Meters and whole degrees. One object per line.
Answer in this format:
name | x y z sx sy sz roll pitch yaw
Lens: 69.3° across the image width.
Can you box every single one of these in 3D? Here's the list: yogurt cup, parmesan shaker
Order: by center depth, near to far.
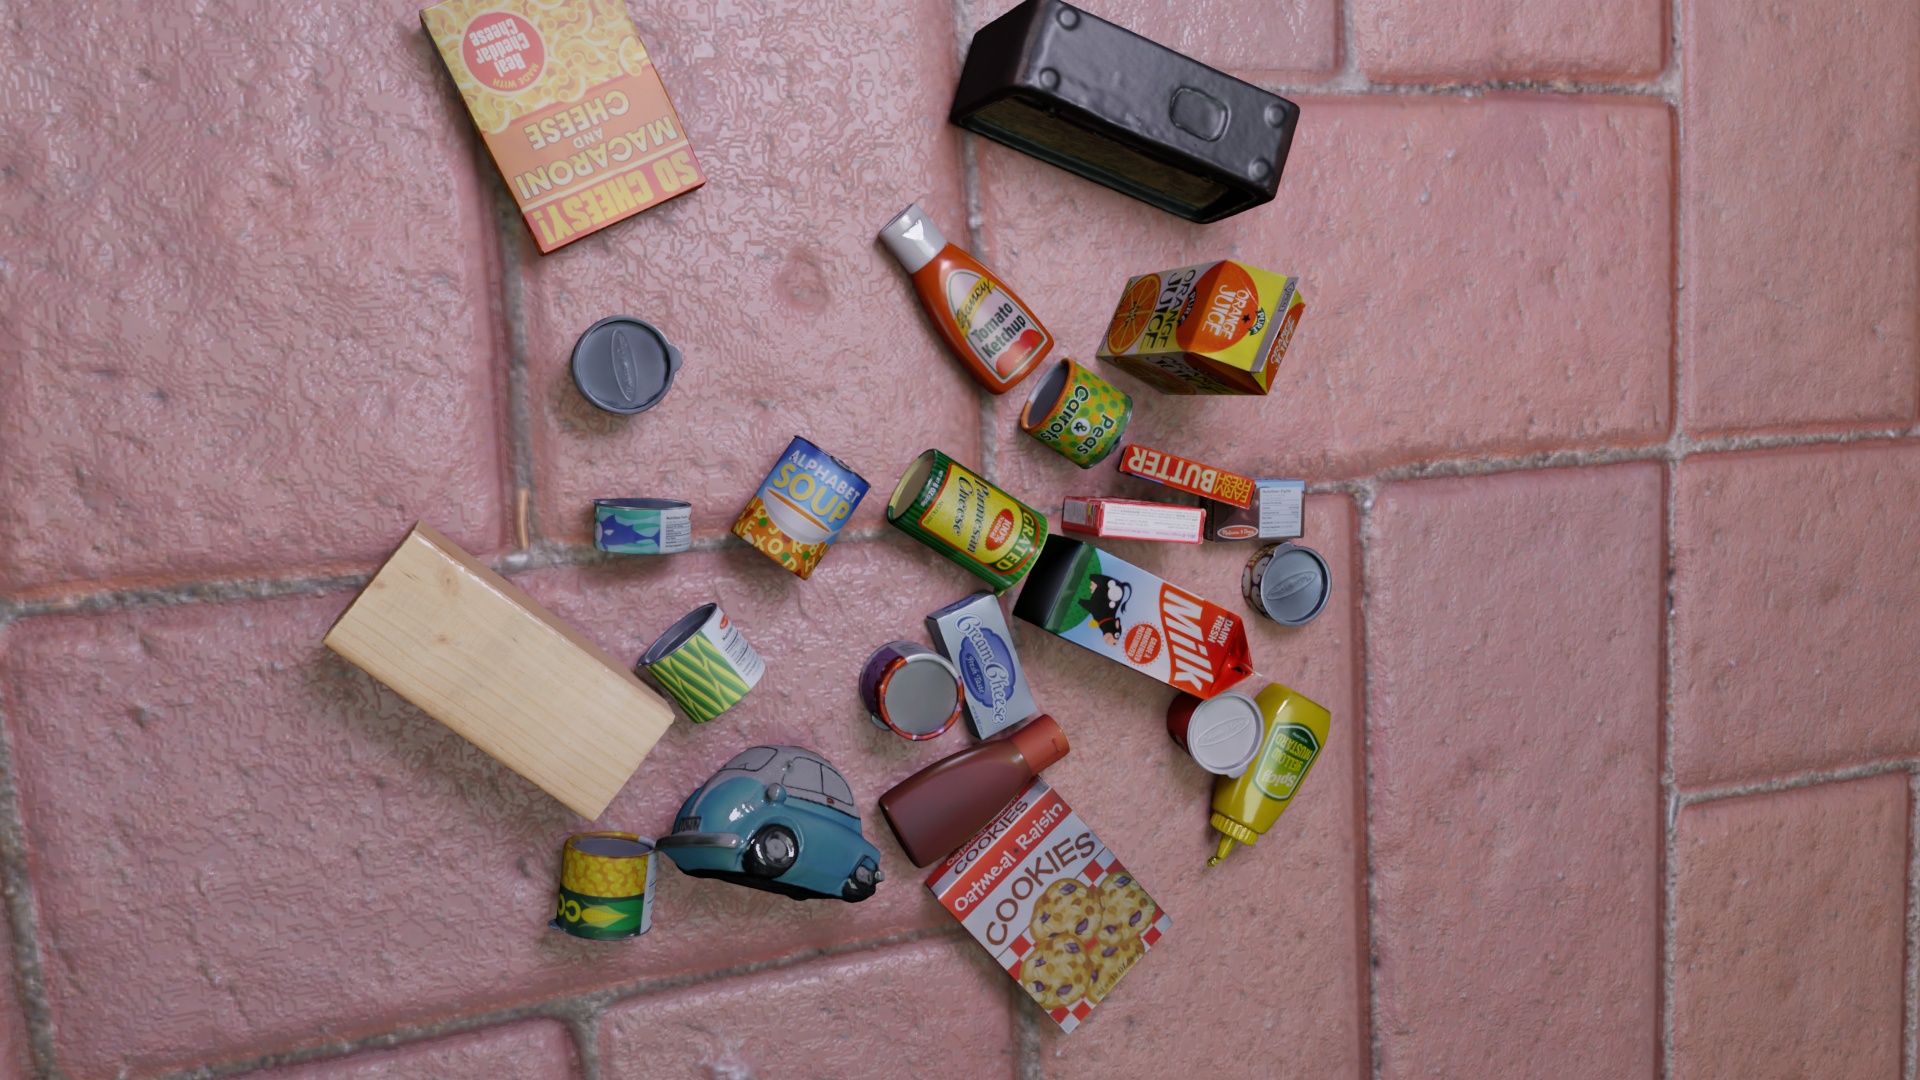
parmesan shaker | 0.004 -0.013 1.030 0.103 0.071 0.071 31 86 -19
yogurt cup | 0.203 0.149 1.120 0.072 0.054 0.072 -2 96 -18

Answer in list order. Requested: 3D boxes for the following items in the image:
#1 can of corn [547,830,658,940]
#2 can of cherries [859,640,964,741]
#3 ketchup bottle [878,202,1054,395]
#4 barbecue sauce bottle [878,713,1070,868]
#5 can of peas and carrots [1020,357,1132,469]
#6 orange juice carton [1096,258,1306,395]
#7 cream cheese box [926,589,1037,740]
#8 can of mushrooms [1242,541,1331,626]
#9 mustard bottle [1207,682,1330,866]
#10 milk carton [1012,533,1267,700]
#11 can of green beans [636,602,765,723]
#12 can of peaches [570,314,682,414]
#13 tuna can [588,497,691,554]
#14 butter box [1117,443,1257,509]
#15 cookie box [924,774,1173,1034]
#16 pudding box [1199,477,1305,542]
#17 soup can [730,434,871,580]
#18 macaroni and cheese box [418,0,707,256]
can of corn | -0.249 0.240 0.972 0.071 0.071 0.058 6 93 -19
can of cherries | -0.037 0.114 1.034 0.071 0.058 0.071 -2 96 -19
ketchup bottle | 0.001 -0.180 1.025 0.065 0.043 0.148 -45 106 -9
barbecue sauce bottle | 0.014 0.187 1.067 0.149 0.043 0.064 -30 104 -14
can of peas and carrots | 0.087 -0.095 1.048 0.058 0.071 0.071 30 86 -18
orange juice carton | 0.180 -0.152 1.009 0.073 0.193 0.072 25 87 -20
cream cheese box | 0.017 0.095 1.067 0.053 0.024 0.103 -25 103 -19
can of mushrooms | 0.267 0.033 1.140 0.071 0.033 0.071 -2 97 -18
mustard bottle | 0.245 0.199 1.141 0.065 0.049 0.160 28 86 -17
milk carton | 0.146 0.067 1.083 0.190 0.072 0.073 25 87 -19
can of green beans | -0.181 0.087 0.980 0.071 0.071 0.057 -40 107 -11
can of peaches | -0.229 -0.119 0.947 0.071 0.058 0.071 -2 96 -18
tuna can | -0.222 -0.011 0.957 0.071 0.071 0.032 1 97 -18
butter box | 0.174 -0.050 1.072 0.103 0.053 0.024 17 94 5
cookie box | 0.071 0.286 1.098 0.123 0.040 0.167 -44 108 -10
pudding box | 0.237 -0.026 1.126 0.084 0.030 0.049 -3 98 -18
soup can | -0.113 -0.023 0.988 0.071 0.071 0.084 35 84 -18
macaroni and cheese box | -0.262 -0.291 0.928 0.124 0.040 0.166 -28 103 -14
